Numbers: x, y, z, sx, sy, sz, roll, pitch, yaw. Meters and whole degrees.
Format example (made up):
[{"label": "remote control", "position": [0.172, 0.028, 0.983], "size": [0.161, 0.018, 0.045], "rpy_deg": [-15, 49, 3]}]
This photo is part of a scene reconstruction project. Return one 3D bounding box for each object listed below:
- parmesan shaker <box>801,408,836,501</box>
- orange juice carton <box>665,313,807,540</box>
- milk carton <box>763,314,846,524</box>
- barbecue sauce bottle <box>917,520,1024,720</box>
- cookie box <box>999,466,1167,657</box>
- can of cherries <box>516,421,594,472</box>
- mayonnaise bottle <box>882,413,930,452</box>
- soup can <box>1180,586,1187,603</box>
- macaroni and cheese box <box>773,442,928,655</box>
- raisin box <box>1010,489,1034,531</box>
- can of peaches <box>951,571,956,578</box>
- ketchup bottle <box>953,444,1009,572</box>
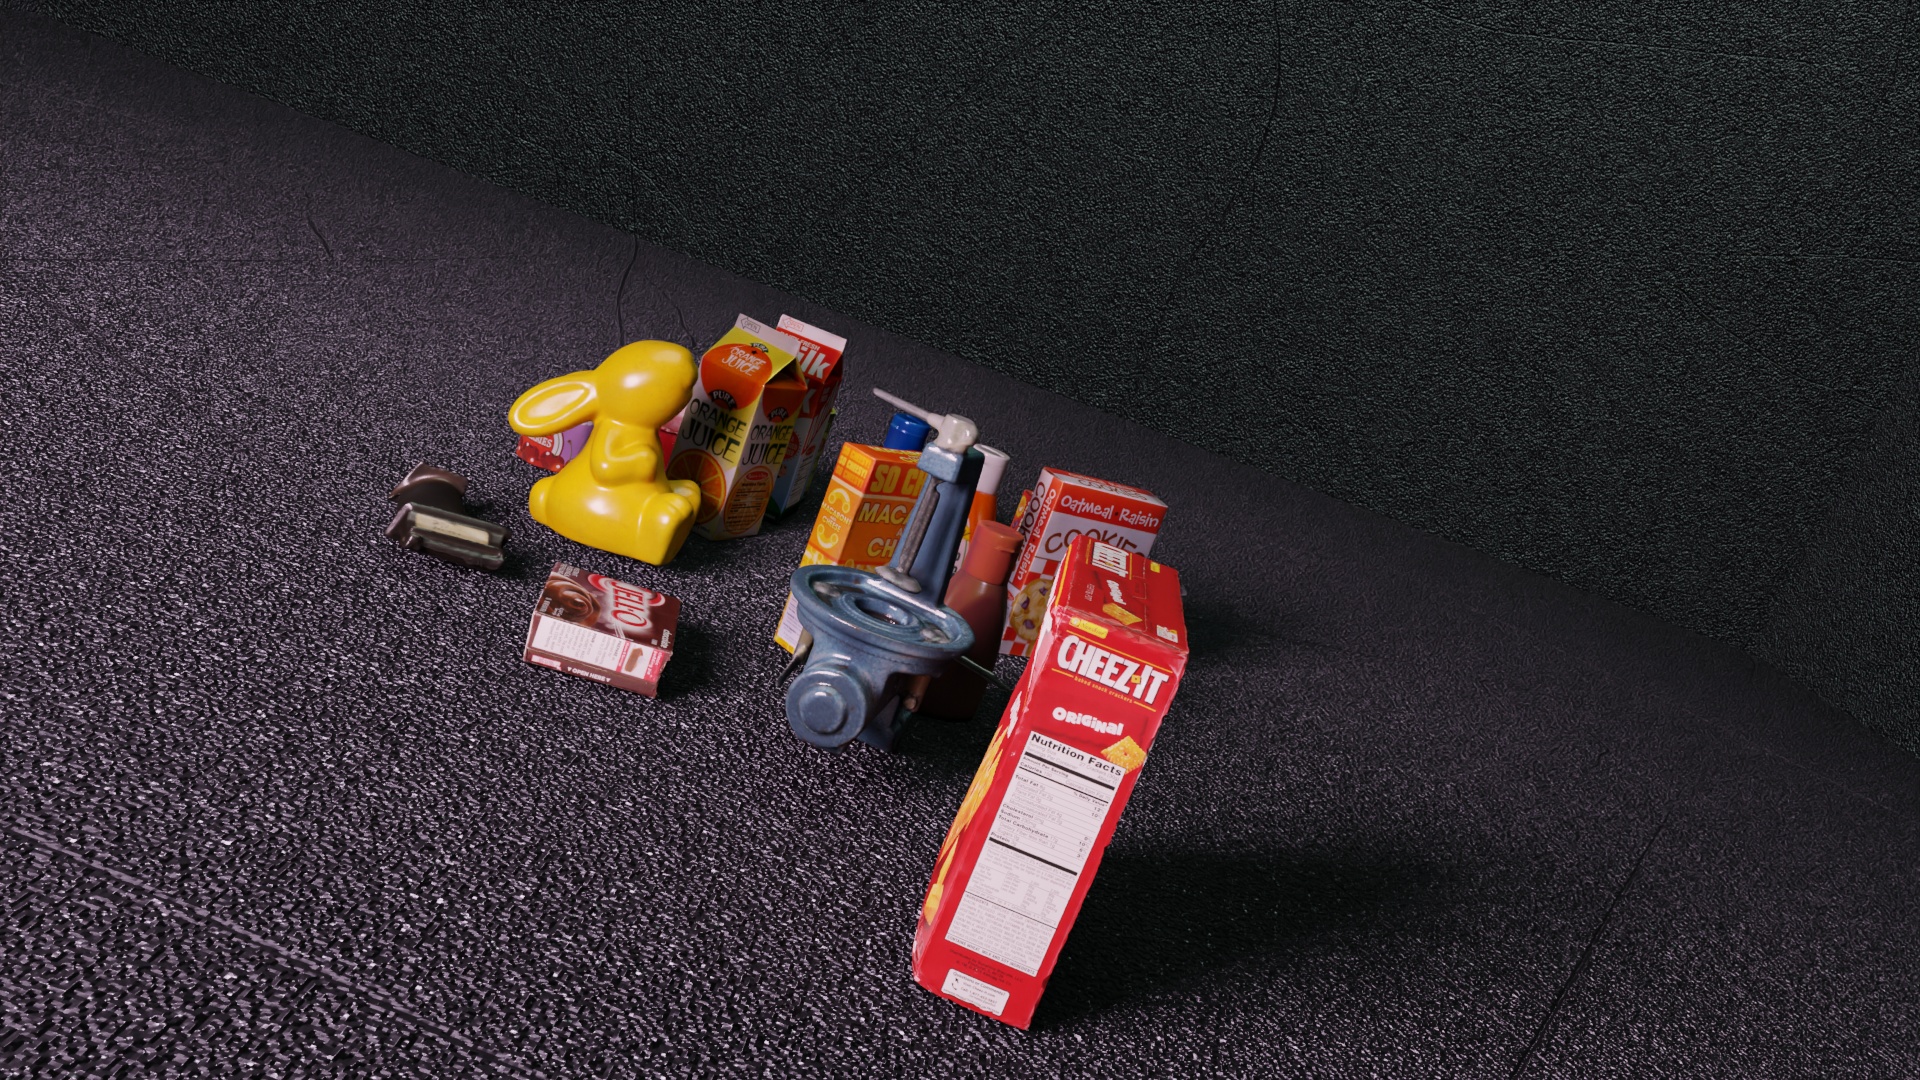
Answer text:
[{"label": "parmesan shaker", "position": [-0.177, -0.099, 1.460], "size": [0.071, 0.102, 0.071], "rpy_deg": [20, 14, -5]}, {"label": "orange juice carton", "position": [-0.201, -0.102, 1.254], "size": [0.072, 0.192, 0.073], "rpy_deg": [26, 15, 22]}, {"label": "milk carton", "position": [-0.173, -0.120, 1.365], "size": [0.072, 0.190, 0.073], "rpy_deg": [22, 14, 5]}, {"label": "barbecue sauce bottle", "position": [0.005, 0.059, 1.032], "size": [0.065, 0.148, 0.044], "rpy_deg": [14, 15, -27]}, {"label": "cookie box", "position": [0.101, 0.026, 1.253], "size": [0.123, 0.167, 0.040], "rpy_deg": [12, 16, -33]}, {"label": "can of cherries", "position": [-0.371, -0.099, 1.278], "size": [0.071, 0.058, 0.072], "rpy_deg": [20, 14, -5]}, {"label": "mayonnaise bottle", "position": [-0.069, -0.047, 1.324], "size": [0.041, 0.147, 0.065], "rpy_deg": [11, 17, -35]}, {"label": "soup can", "position": [0.171, 0.075, 1.340], "size": [0.071, 0.083, 0.071], "rpy_deg": [20, 14, -5]}, {"label": "macaroni and cheese box", "position": [-0.064, 0.010, 1.079], "size": [0.040, 0.166, 0.124], "rpy_deg": [31, 17, 37]}, {"label": "raisin box", "position": [0.082, 0.022, 1.333], "size": [0.086, 0.123, 0.040], "rpy_deg": [15, 14, -21]}, {"label": "can of peaches", "position": [-0.016, 0.061, 1.180], "size": [0.071, 0.058, 0.071], "rpy_deg": [20, 14, -5]}, {"label": "ketchup bottle", "position": [0.005, -0.016, 1.314], "size": [0.065, 0.148, 0.043], "rpy_deg": [29, 15, 30]}]
